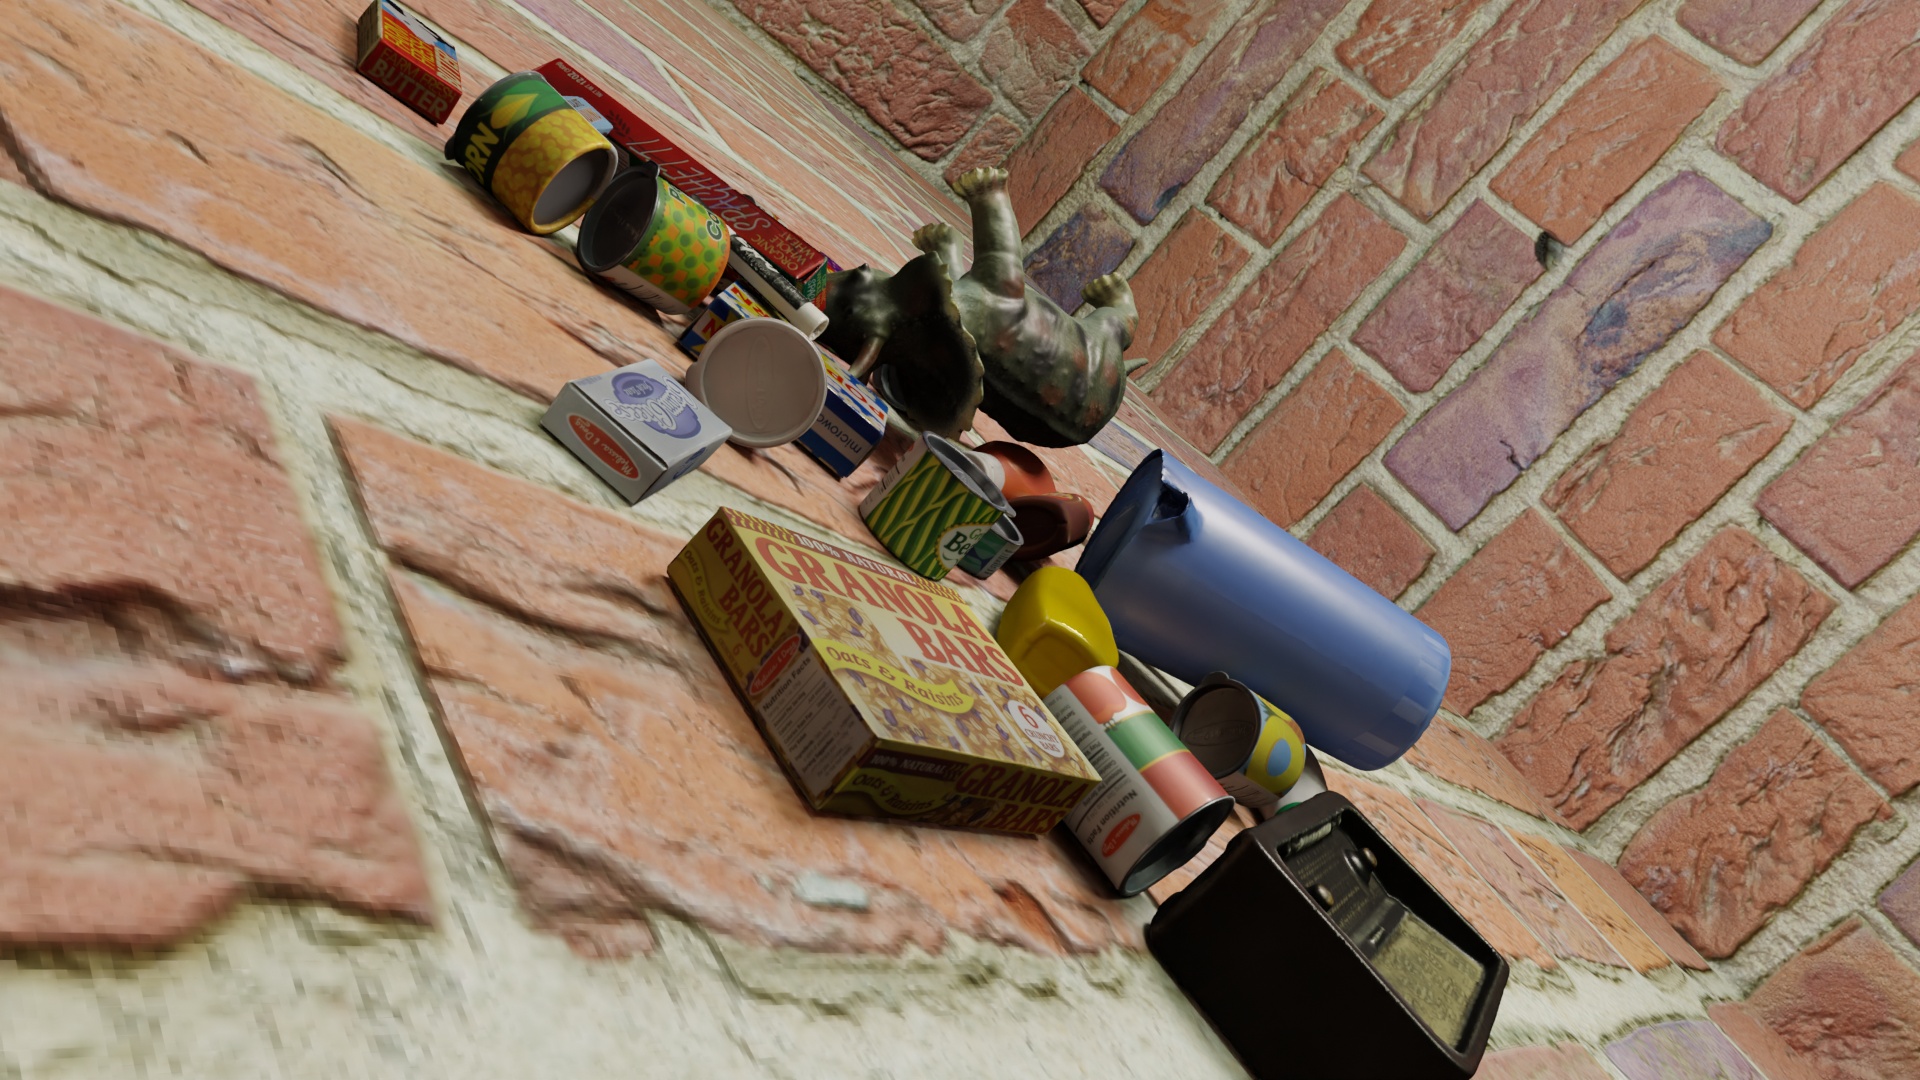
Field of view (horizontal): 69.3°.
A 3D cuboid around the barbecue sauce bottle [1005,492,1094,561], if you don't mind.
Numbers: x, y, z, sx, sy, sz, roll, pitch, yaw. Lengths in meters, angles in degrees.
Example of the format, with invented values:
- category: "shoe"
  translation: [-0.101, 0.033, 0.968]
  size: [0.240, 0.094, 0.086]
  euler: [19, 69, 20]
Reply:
- category: "barbecue sauce bottle"
  translation: [0.064, -0.012, 0.988]
  size: [0.149, 0.065, 0.043]
  euler: [-13, 95, -73]

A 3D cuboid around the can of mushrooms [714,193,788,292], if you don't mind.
- category: "can of mushrooms"
  translation: [-0.150, -0.199, 0.951]
  size: [0.033, 0.071, 0.071]
  euler: [32, 17, -45]

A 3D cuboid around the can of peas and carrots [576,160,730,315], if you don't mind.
- category: "can of peas and carrots"
  translation: [-0.173, -0.172, 0.790]
  size: [0.058, 0.071, 0.071]
  euler: [29, 19, -48]

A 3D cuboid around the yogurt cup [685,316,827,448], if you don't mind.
- category: "yogurt cup"
  translation: [-0.106, -0.086, 0.737]
  size: [0.072, 0.072, 0.054]
  euler: [39, 5, -15]

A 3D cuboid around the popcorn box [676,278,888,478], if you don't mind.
- category: "popcorn box"
  translation: [-0.102, -0.098, 0.833]
  size: [0.126, 0.038, 0.085]
  euler: [40, 13, -11]

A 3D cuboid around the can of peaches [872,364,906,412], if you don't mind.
- category: "can of peaches"
  translation: [-0.025, -0.128, 1.096]
  size: [0.071, 0.071, 0.058]
  euler: [49, 14, 23]

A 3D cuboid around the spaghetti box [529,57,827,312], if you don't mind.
- category: "spaghetti box"
  translation: [-0.185, -0.226, 0.901]
  size: [0.250, 0.029, 0.050]
  euler: [38, -29, 15]

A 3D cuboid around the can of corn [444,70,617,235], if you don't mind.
- category: "can of corn"
  translation: [-0.231, -0.207, 0.752]
  size: [0.058, 0.071, 0.071]
  euler: [44, 13, 3]

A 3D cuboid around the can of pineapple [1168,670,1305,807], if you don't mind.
- category: "can of pineapple"
  translation: [0.172, 0.125, 0.862]
  size: [0.058, 0.071, 0.071]
  euler: [33, 16, -40]

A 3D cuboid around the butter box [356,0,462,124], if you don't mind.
- category: "butter box"
  translation: [-0.320, -0.280, 0.806]
  size: [0.053, 0.024, 0.104]
  euler: [32, 17, -37]

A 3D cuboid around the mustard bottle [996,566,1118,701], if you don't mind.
- category: "mustard bottle"
  translation: [0.056, 0.048, 0.813]
  size: [0.065, 0.048, 0.161]
  euler: [42, 13, -6]

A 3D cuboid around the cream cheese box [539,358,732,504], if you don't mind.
- category: "cream cheese box"
  translation: [-0.139, -0.051, 0.610]
  size: [0.053, 0.024, 0.104]
  euler: [42, 13, -4]

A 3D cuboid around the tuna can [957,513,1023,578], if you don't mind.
- category: "tuna can"
  translation: [0.003, -0.011, 0.876]
  size: [0.071, 0.032, 0.071]
  euler: [40, 13, -11]

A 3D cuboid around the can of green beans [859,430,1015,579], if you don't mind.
- category: "can of green beans"
  translation: [-0.015, -0.020, 0.797]
  size: [0.071, 0.057, 0.071]
  euler: [40, 13, -11]

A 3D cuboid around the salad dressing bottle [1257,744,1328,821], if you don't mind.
- category: "salad dressing bottle"
  translation: [0.216, 0.171, 0.899]
  size: [0.064, 0.044, 0.148]
  euler: [46, 14, -3]

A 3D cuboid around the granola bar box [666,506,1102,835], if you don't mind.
- category: "granola bar box"
  translation: [-0.027, 0.057, 0.564]
  size: [0.165, 0.039, 0.124]
  euler: [23, 24, -54]

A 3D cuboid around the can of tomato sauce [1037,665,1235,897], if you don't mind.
- category: "can of tomato sauce"
  translation: [0.073, 0.109, 0.634]
  size: [0.083, 0.071, 0.071]
  euler: [49, 14, 27]

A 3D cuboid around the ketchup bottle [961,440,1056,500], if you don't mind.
- category: "ketchup bottle"
  translation: [0.027, -0.046, 1.028]
  size: [0.065, 0.043, 0.149]
  euler: [55, 16, 11]

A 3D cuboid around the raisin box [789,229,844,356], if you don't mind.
- category: "raisin box"
  translation: [-0.114, -0.197, 1.106]
  size: [0.086, 0.040, 0.124]
  euler: [31, 17, -39]

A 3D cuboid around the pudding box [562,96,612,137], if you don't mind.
- category: "pudding box"
  translation: [-0.248, -0.244, 0.846]
  size: [0.030, 0.049, 0.084]
  euler: [42, 13, -10]
